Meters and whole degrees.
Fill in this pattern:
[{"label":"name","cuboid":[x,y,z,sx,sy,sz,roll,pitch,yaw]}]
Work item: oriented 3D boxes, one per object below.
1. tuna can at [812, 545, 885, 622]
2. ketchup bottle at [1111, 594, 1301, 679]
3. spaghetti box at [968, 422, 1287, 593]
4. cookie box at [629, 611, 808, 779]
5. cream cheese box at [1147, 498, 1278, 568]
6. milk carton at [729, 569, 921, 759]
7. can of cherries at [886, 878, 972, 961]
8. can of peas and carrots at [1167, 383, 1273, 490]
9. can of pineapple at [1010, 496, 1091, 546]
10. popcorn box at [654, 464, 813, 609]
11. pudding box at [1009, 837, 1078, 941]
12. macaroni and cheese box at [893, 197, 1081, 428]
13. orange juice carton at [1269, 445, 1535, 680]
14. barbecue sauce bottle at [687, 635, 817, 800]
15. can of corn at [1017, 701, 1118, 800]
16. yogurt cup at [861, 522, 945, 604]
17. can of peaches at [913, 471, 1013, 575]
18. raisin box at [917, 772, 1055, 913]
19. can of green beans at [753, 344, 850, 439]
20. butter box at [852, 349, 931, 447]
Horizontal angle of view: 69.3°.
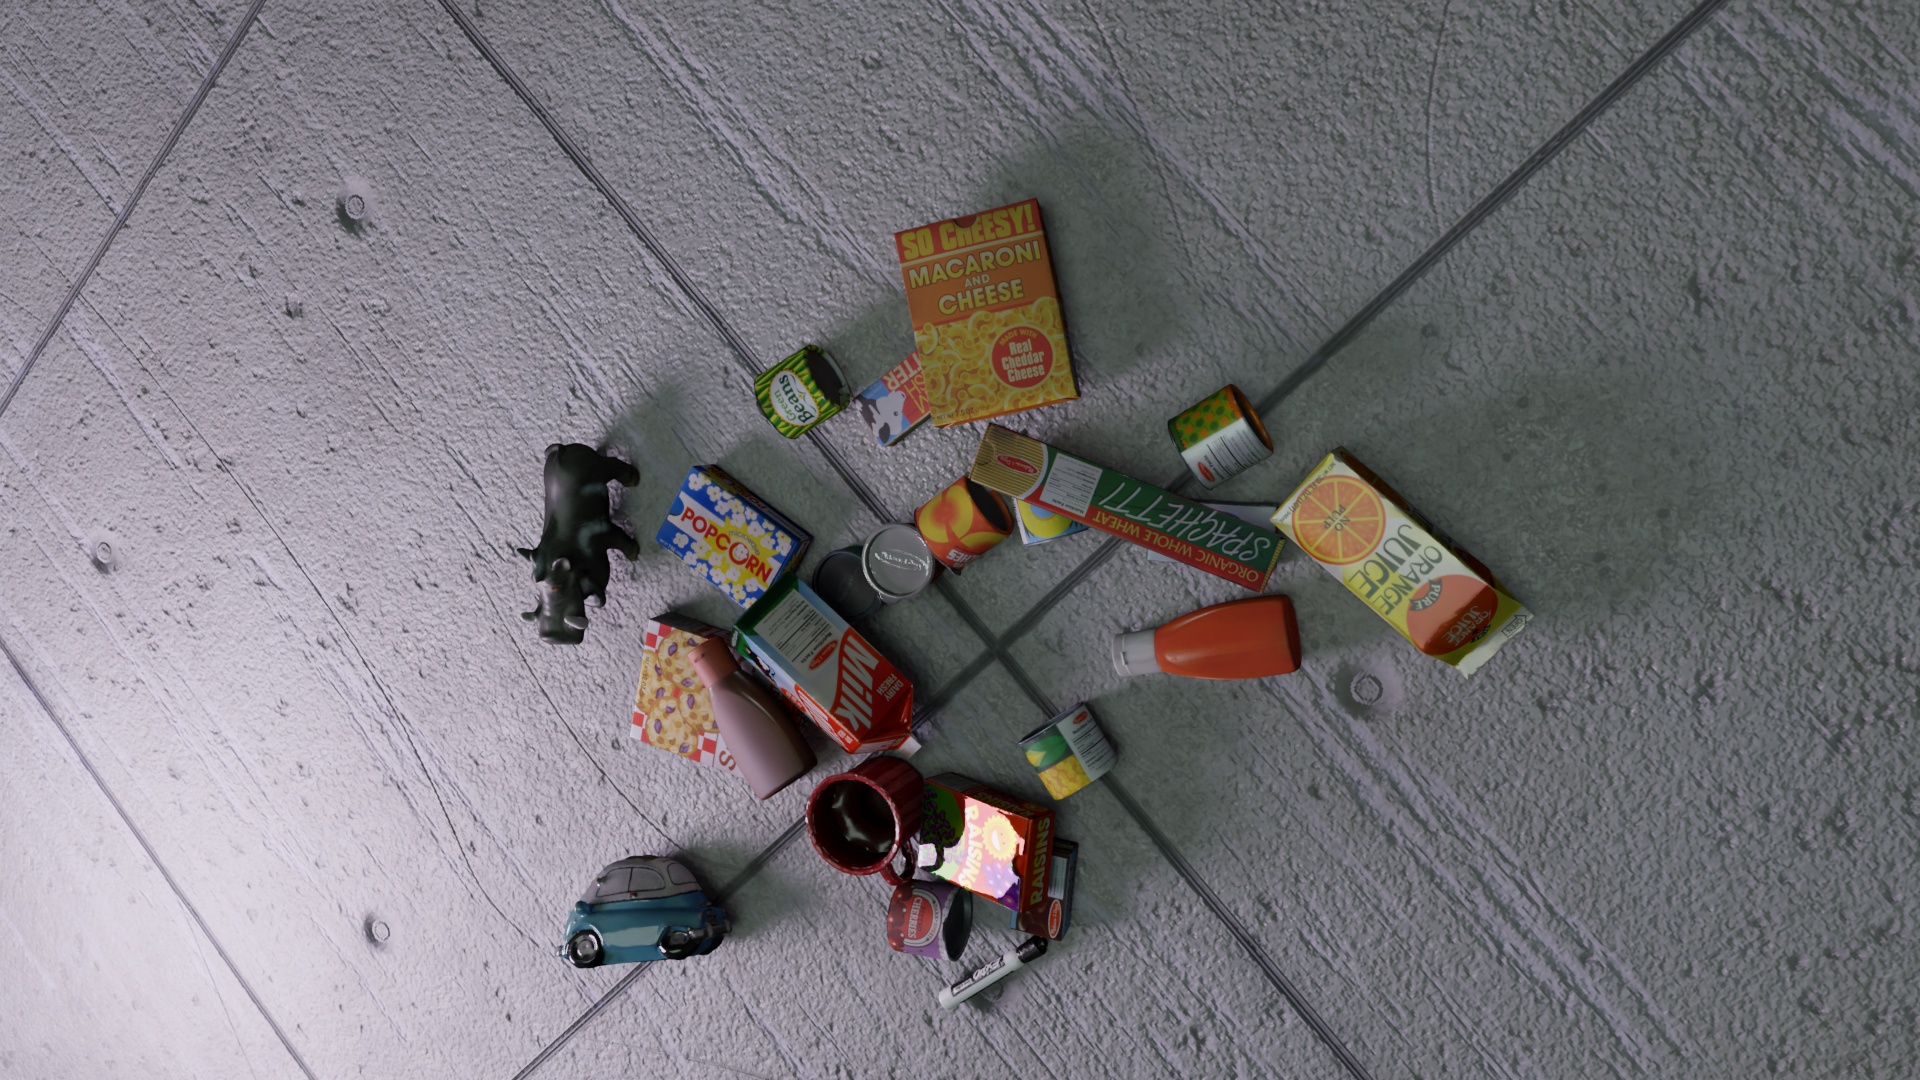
[{"label":"tuna can","cuboid":[-0.095,0.040,1.249,0.071,0.033,0.071,3,99,21]},{"label":"ketchup bottle","cuboid":[0.199,0.085,1.136,0.148,0.043,0.064,-10,93,22]},{"label":"spaghetti box","cuboid":[0.131,-0.026,1.100,0.250,0.029,0.050,22,96,5]},{"label":"cookie box","cuboid":[-0.224,0.151,1.310,0.167,0.040,0.122,16,103,18]},{"label":"cream cheese box","cuboid":[0.206,-0.007,1.131,0.104,0.024,0.053,4,97,20]},{"label":"milk carton","cuboid":[-0.110,0.122,1.224,0.190,0.072,0.074,42,69,4]},{"label":"can of cherries","cuboid":[-0.028,0.339,1.244,0.058,0.071,0.071,4,99,21]},{"label":"can of peas and carrots","cuboid":[0.206,-0.084,1.100,0.058,0.071,0.071,-31,86,22]},{"label":"can of pineapple","cuboid":[0.079,-0.032,1.155,0.071,0.071,0.058,-15,92,22]},{"label":"popcorn box","cuboid":[-0.209,-0.002,1.285,0.127,0.038,0.085,35,109,13]},{"label":"pudding box","cuboid":[0.073,0.304,1.222,0.050,0.030,0.083,9,101,19]},{"label":"macaroni and cheese box","cuboid":[0.023,-0.187,1.152,0.124,0.040,0.166,-12,90,10]},{"label":"orange juice carton","cuboid":[0.336,0.018,1.058,0.193,0.073,0.071,42,110,10]},{"label":"barbecue sauce bottle","cuboid":[-0.193,0.157,1.253,0.064,0.044,0.148,-37,82,20]},{"label":"can of corn","cuboid":[0.090,0.180,1.180,0.071,0.071,0.058,-34,85,22]},{"label":"yogurt cup","cuboid":[-0.045,0.015,1.215,0.072,0.054,0.072,3,99,21]},{"label":"can of peaches","cuboid":[0.004,-0.015,1.185,0.058,0.071,0.071,-36,84,21]},{"label":"raisin box","cuboid":[0.021,0.261,1.209,0.123,0.040,0.086,13,101,40]},{"label":"can of green beans","cuboid":[-0.139,-0.131,1.225,0.057,0.071,0.071,-28,87,22]},{"label":"butter box","cuboid":[-0.039,-0.131,1.209,0.103,0.024,0.053,-35,85,22]}]
